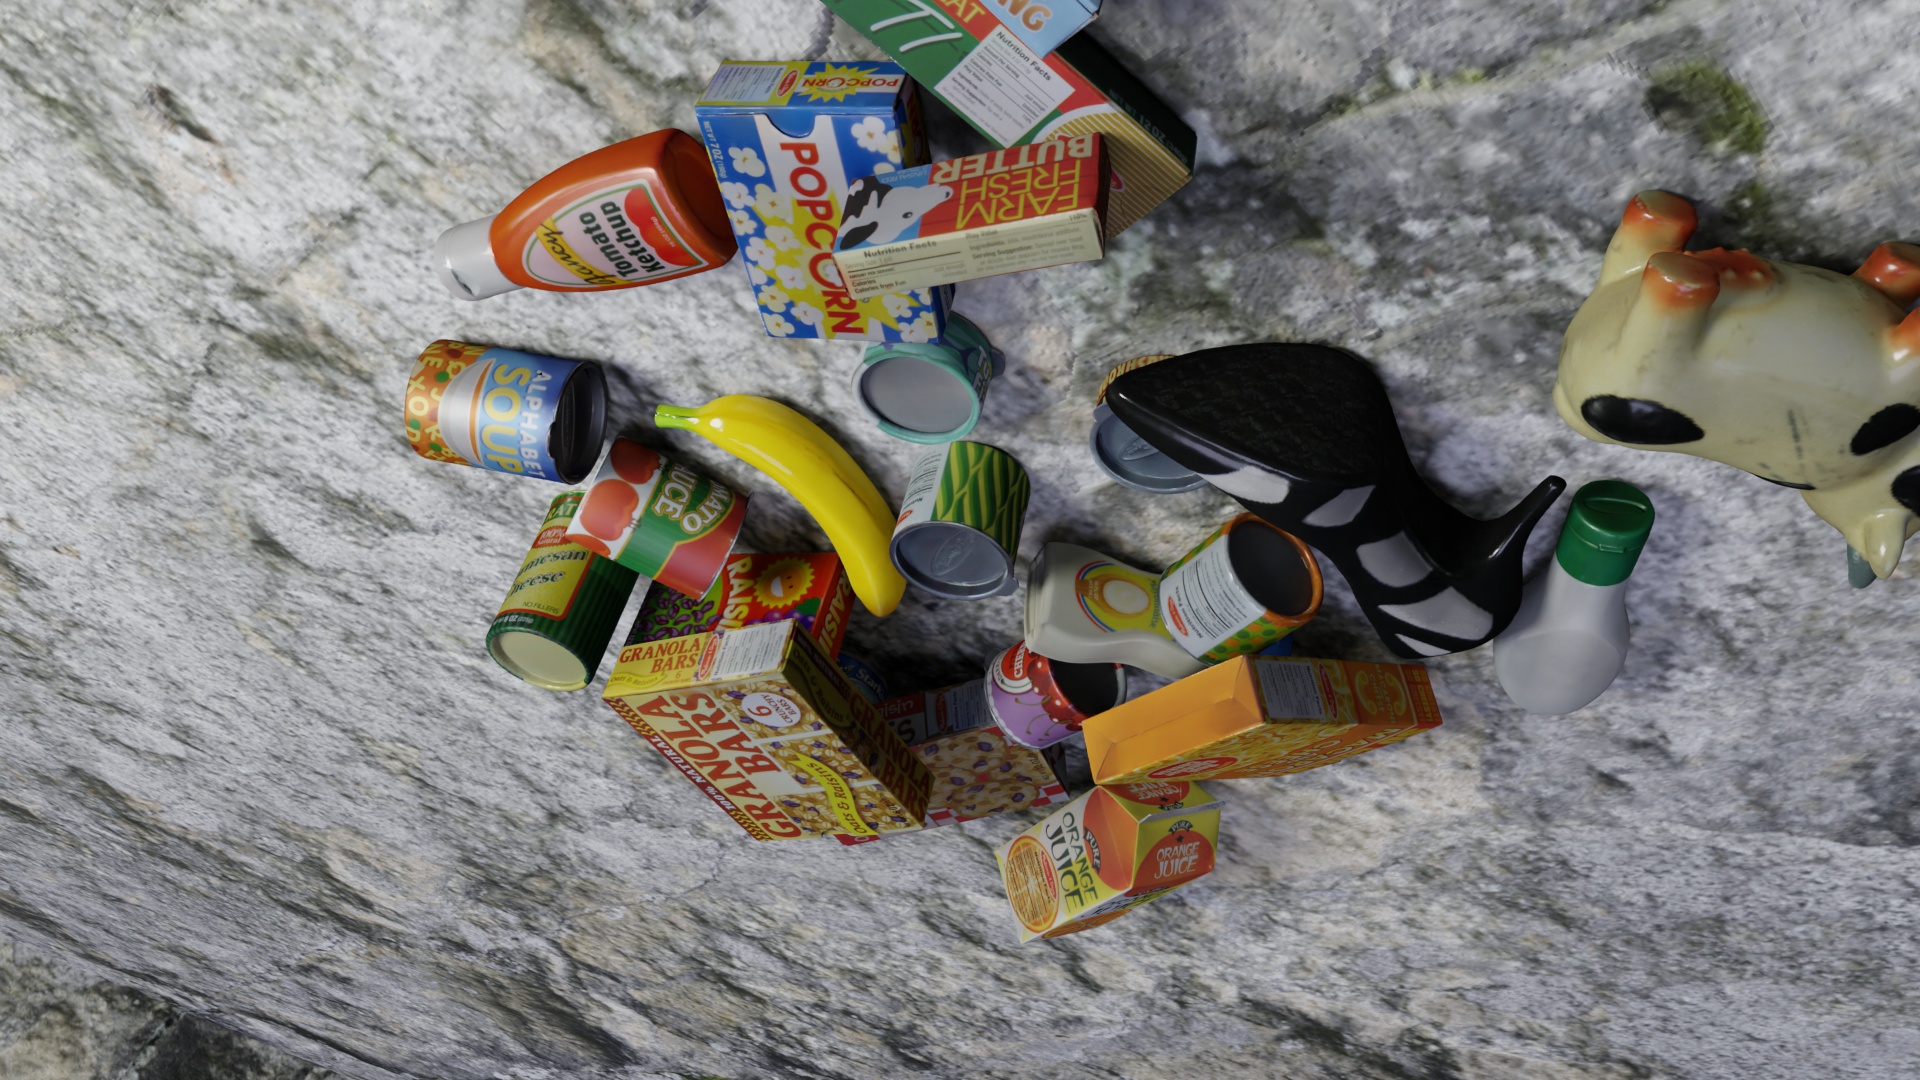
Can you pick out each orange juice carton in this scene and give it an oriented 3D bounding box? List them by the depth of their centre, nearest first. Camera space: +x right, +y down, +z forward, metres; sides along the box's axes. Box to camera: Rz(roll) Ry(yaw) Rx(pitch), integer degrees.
[{"bbox_3d":[0.106,0.215,0.961,0.072,0.073,0.191,-2,153,-31],"label":"orange juice carton"}]

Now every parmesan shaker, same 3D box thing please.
[{"bbox_3d":[-0.229,0.029,0.827,0.071,0.103,0.071,9,142,7],"label":"parmesan shaker"}]

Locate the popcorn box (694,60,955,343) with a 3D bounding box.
[{"bbox_3d":[-0.054,-0.143,0.601,0.085,0.038,0.126,5,142,14],"label":"popcorn box"}]

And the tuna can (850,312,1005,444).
[{"bbox_3d":[-0.016,-0.079,0.675,0.071,0.033,0.070,10,143,7],"label":"tuna can"}]

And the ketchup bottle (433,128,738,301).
[{"bbox_3d":[-0.176,-0.142,0.638,0.148,0.044,0.064,-7,138,27],"label":"ketchup bottle"}]

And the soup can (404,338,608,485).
[{"bbox_3d":[-0.239,-0.068,0.732,0.084,0.072,0.071,10,143,7],"label":"soup can"}]

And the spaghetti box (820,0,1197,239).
[{"bbox_3d":[-0.015,-0.206,0.514,0.250,0.029,0.050,34,139,-24],"label":"spaghetti box"}]

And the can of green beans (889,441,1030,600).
[{"bbox_3d":[0.001,-0.010,0.737,0.071,0.058,0.071,9,142,7],"label":"can of green beans"}]

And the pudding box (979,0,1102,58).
[{"bbox_3d":[0.014,-0.213,0.478,0.083,0.050,0.030,35,140,-25],"label":"pudding box"}]

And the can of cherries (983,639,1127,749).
[{"bbox_3d":[0.056,0.085,0.835,0.071,0.072,0.058,34,139,-23],"label":"can of cherries"}]

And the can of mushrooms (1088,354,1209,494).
[{"bbox_3d":[0.095,-0.057,0.667,0.071,0.034,0.070,9,143,7],"label":"can of mushrooms"}]

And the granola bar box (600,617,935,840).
[{"bbox_3d":[-0.108,0.116,0.806,0.124,0.039,0.165,-10,135,27],"label":"granola bar box"}]

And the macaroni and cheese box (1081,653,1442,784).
[{"bbox_3d":[0.171,0.104,0.784,0.167,0.040,0.123,7,154,-40],"label":"macaroni and cheese box"}]

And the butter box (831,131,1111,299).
[{"bbox_3d":[0.006,-0.124,0.534,0.103,0.053,0.024,-7,137,15],"label":"butter box"}]

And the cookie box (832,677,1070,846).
[{"bbox_3d":[-0.024,0.150,0.924,0.167,0.040,0.122,-15,143,12],"label":"cookie box"}]

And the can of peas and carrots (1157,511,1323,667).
[{"bbox_3d":[0.149,0.026,0.730,0.071,0.071,0.058,27,141,-16],"label":"can of peas and carrots"}]

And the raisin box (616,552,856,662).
[{"bbox_3d":[-0.133,0.052,0.838,0.123,0.086,0.040,-1,139,20],"label":"raisin box"}]

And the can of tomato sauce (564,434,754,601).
[{"bbox_3d":[-0.169,-0.014,0.783,0.083,0.071,0.071,27,141,-15],"label":"can of tomato sauce"}]

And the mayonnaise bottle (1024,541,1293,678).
[{"bbox_3d":[0.110,0.045,0.771,0.148,0.065,0.041,13,146,-13],"label":"mayonnaise bottle"}]

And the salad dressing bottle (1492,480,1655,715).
[{"bbox_3d":[0.311,0.031,0.701,0.064,0.044,0.146,8,142,12],"label":"salad dressing bottle"}]
